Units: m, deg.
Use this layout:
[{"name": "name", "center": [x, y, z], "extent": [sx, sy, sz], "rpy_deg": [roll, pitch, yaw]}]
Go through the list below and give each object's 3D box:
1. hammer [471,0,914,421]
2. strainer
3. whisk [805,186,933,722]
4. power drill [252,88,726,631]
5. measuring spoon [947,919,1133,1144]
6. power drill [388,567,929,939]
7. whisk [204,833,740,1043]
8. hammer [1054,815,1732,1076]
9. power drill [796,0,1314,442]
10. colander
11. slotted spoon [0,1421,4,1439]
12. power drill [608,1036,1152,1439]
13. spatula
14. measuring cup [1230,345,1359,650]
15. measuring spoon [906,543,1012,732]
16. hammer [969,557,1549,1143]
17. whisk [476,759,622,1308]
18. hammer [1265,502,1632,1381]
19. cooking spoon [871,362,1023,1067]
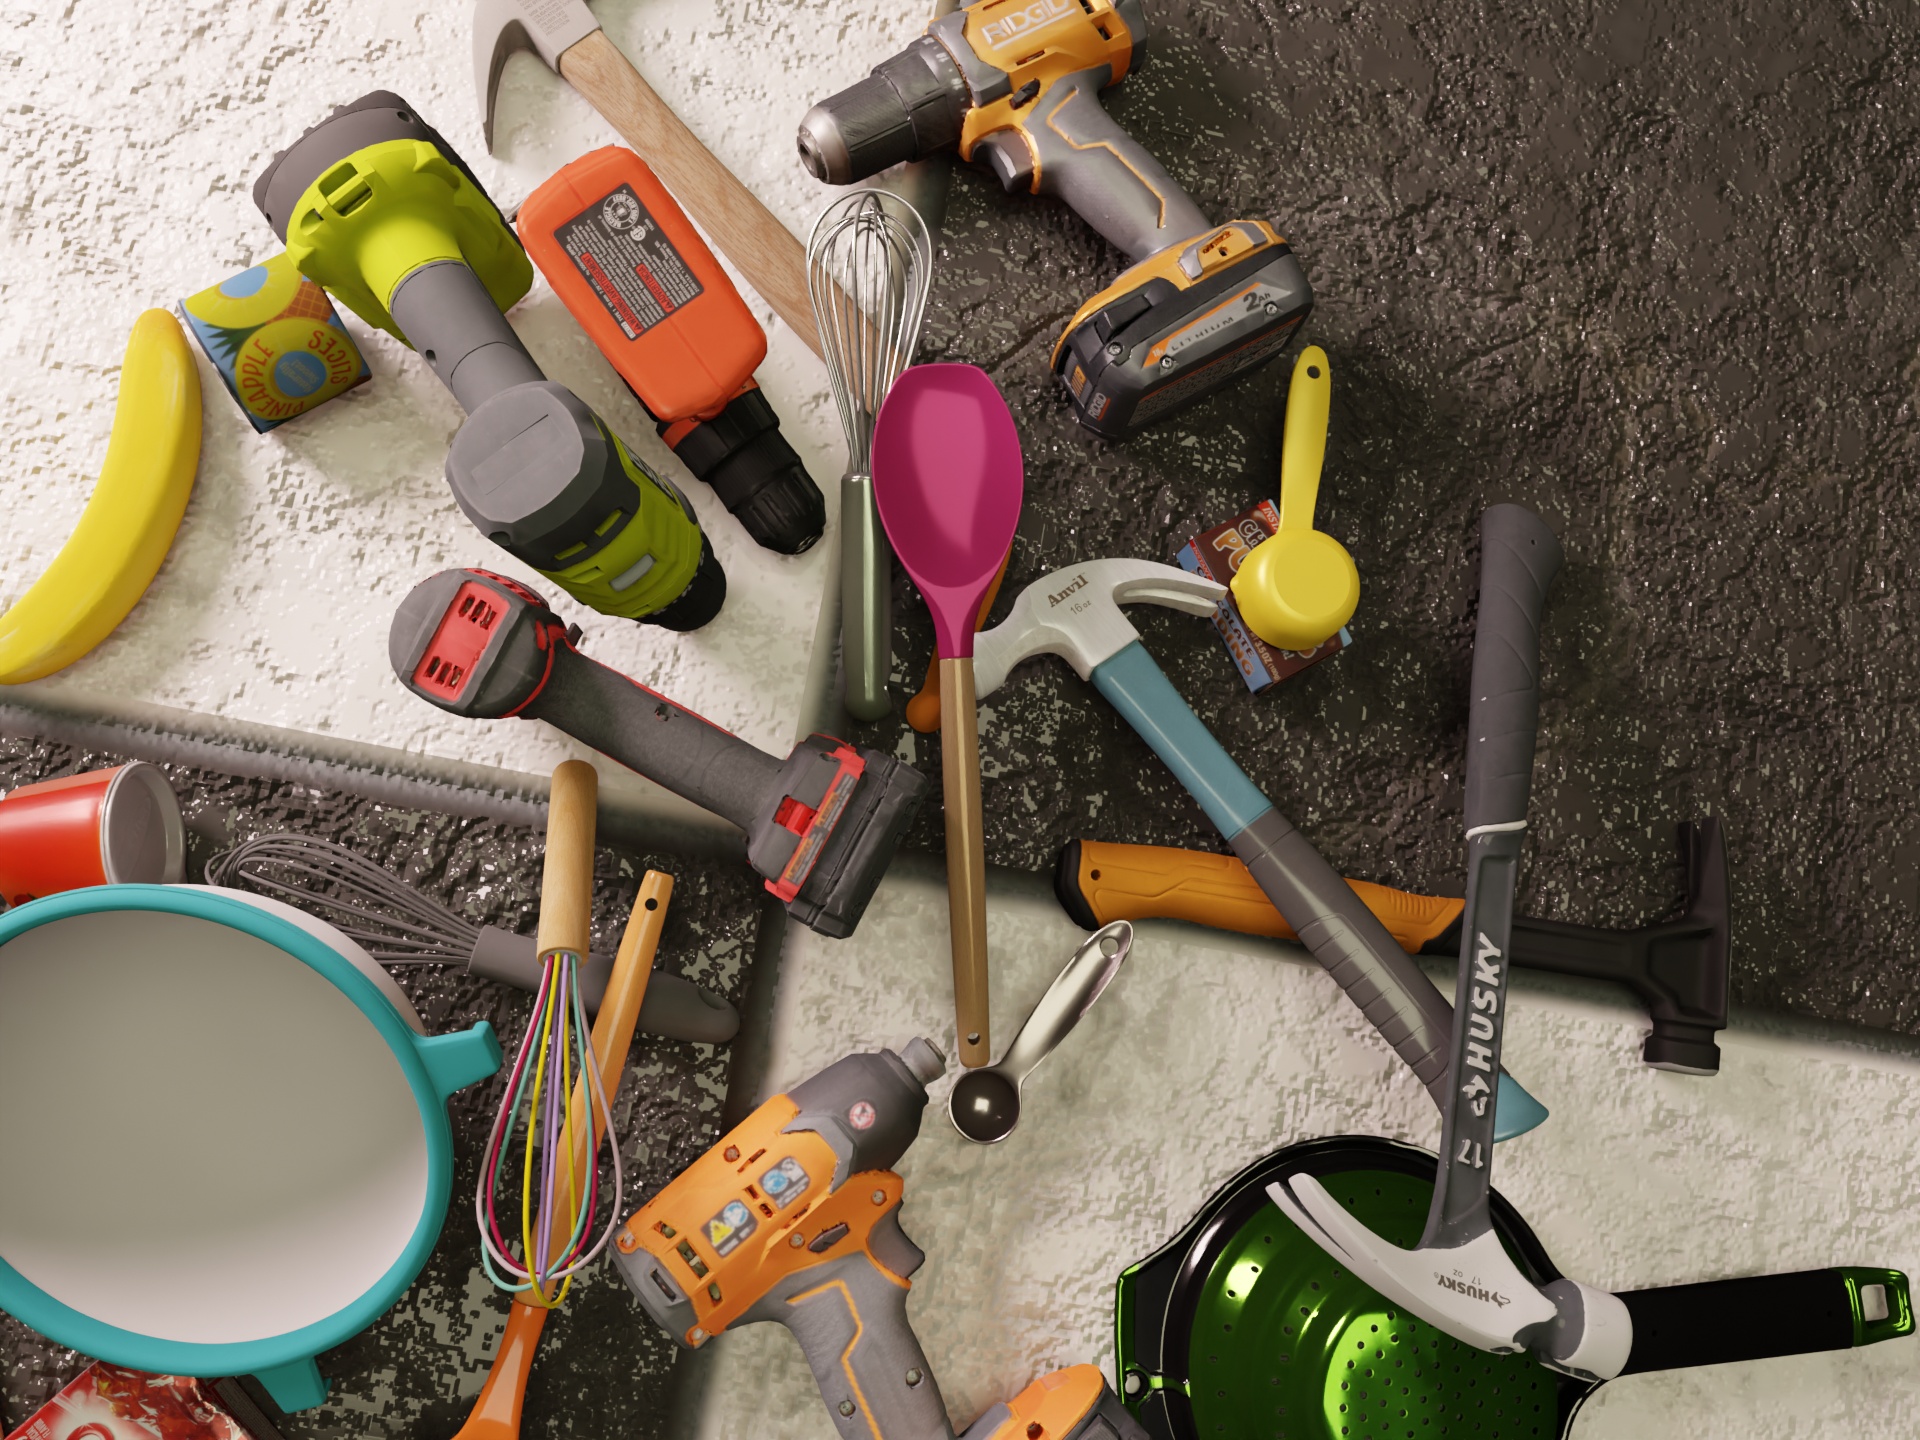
[{"name": "hammer", "center": [-0.112, -0.244, 0.781], "extent": [0.130, 0.031, 0.331], "rpy_deg": [-42, 89, -13]}, {"name": "strainer", "center": [-0.355, 0.119, 0.634], "extent": [0.340, 0.095, 0.211], "rpy_deg": [28, 105, -7]}, {"name": "whisk", "center": [-0.042, -0.121, 0.740], "extent": [0.059, 0.058, 0.246], "rpy_deg": [1, 97, 4]}, {"name": "power drill", "center": [-0.189, -0.140, 0.689], "extent": [0.080, 0.190, 0.229], "rpy_deg": [-37, 75, 2]}, {"name": "measuring spoon", "center": [0.040, 0.142, 0.736], "extent": [0.034, 0.018, 0.124], "rpy_deg": [38, 87, 13]}, {"name": "power drill", "center": [-0.131, 0.006, 0.687], "extent": [0.219, 0.143, 0.078], "rpy_deg": [28, 87, -9]}, {"name": "whisk", "center": [-0.212, 0.102, 0.701], "extent": [0.239, 0.055, 0.055], "rpy_deg": [18, 78, -9]}, {"name": "hammer", "center": [0.212, 0.089, 0.771], "extent": [0.337, 0.034, 0.127], "rpy_deg": [9, 80, -7]}, {"name": "power drill", "center": [0.044, -0.252, 0.783], "extent": [0.185, 0.084, 0.226], "rpy_deg": [-29, 81, -11]}, {"name": "colander", "center": [0.273, 0.288, 0.715], "extent": [0.397, 0.094, 0.204], "rpy_deg": [-3, 81, -9]}, {"name": "slotted spoon", "center": [-0.427, 0.225, 0.658], "extent": [0.070, 0.031, 0.314], "rpy_deg": [-16, 85, -11]}, {"name": "power drill", "center": [-0.019, 0.258, 0.686], "extent": [0.164, 0.084, 0.226], "rpy_deg": [-40, 84, -13]}, {"name": "spatula", "center": [-0.175, 0.221, 0.679], "extent": [0.081, 0.041, 0.323], "rpy_deg": [17, 81, -8]}, {"name": "measuring cup", "center": [0.169, -0.112, 0.768], "extent": [0.062, 0.029, 0.156], "rpy_deg": [9, 80, -9]}, {"name": "measuring spoon", "center": [0.002, -0.049, 0.774], "extent": [0.021, 0.011, 0.117], "rpy_deg": [23, 78, -4]}, {"name": "hammer", "center": [0.141, 0.059, 0.731], "extent": [0.128, 0.033, 0.331], "rpy_deg": [-35, 77, -17]}, {"name": "whisk", "center": [-0.167, 0.121, 0.663], "extent": [0.051, 0.047, 0.245], "rpy_deg": [-28, 48, 26]}, {"name": "hammer", "center": [0.234, 0.065, 0.714], "extent": [0.149, 0.036, 0.409], "rpy_deg": [22, 59, -9]}, {"name": "cooking spoon", "center": [-0.001, -0.002, 0.721], "extent": [0.068, 0.017, 0.319], "rpy_deg": [-3, 90, -6]}]
